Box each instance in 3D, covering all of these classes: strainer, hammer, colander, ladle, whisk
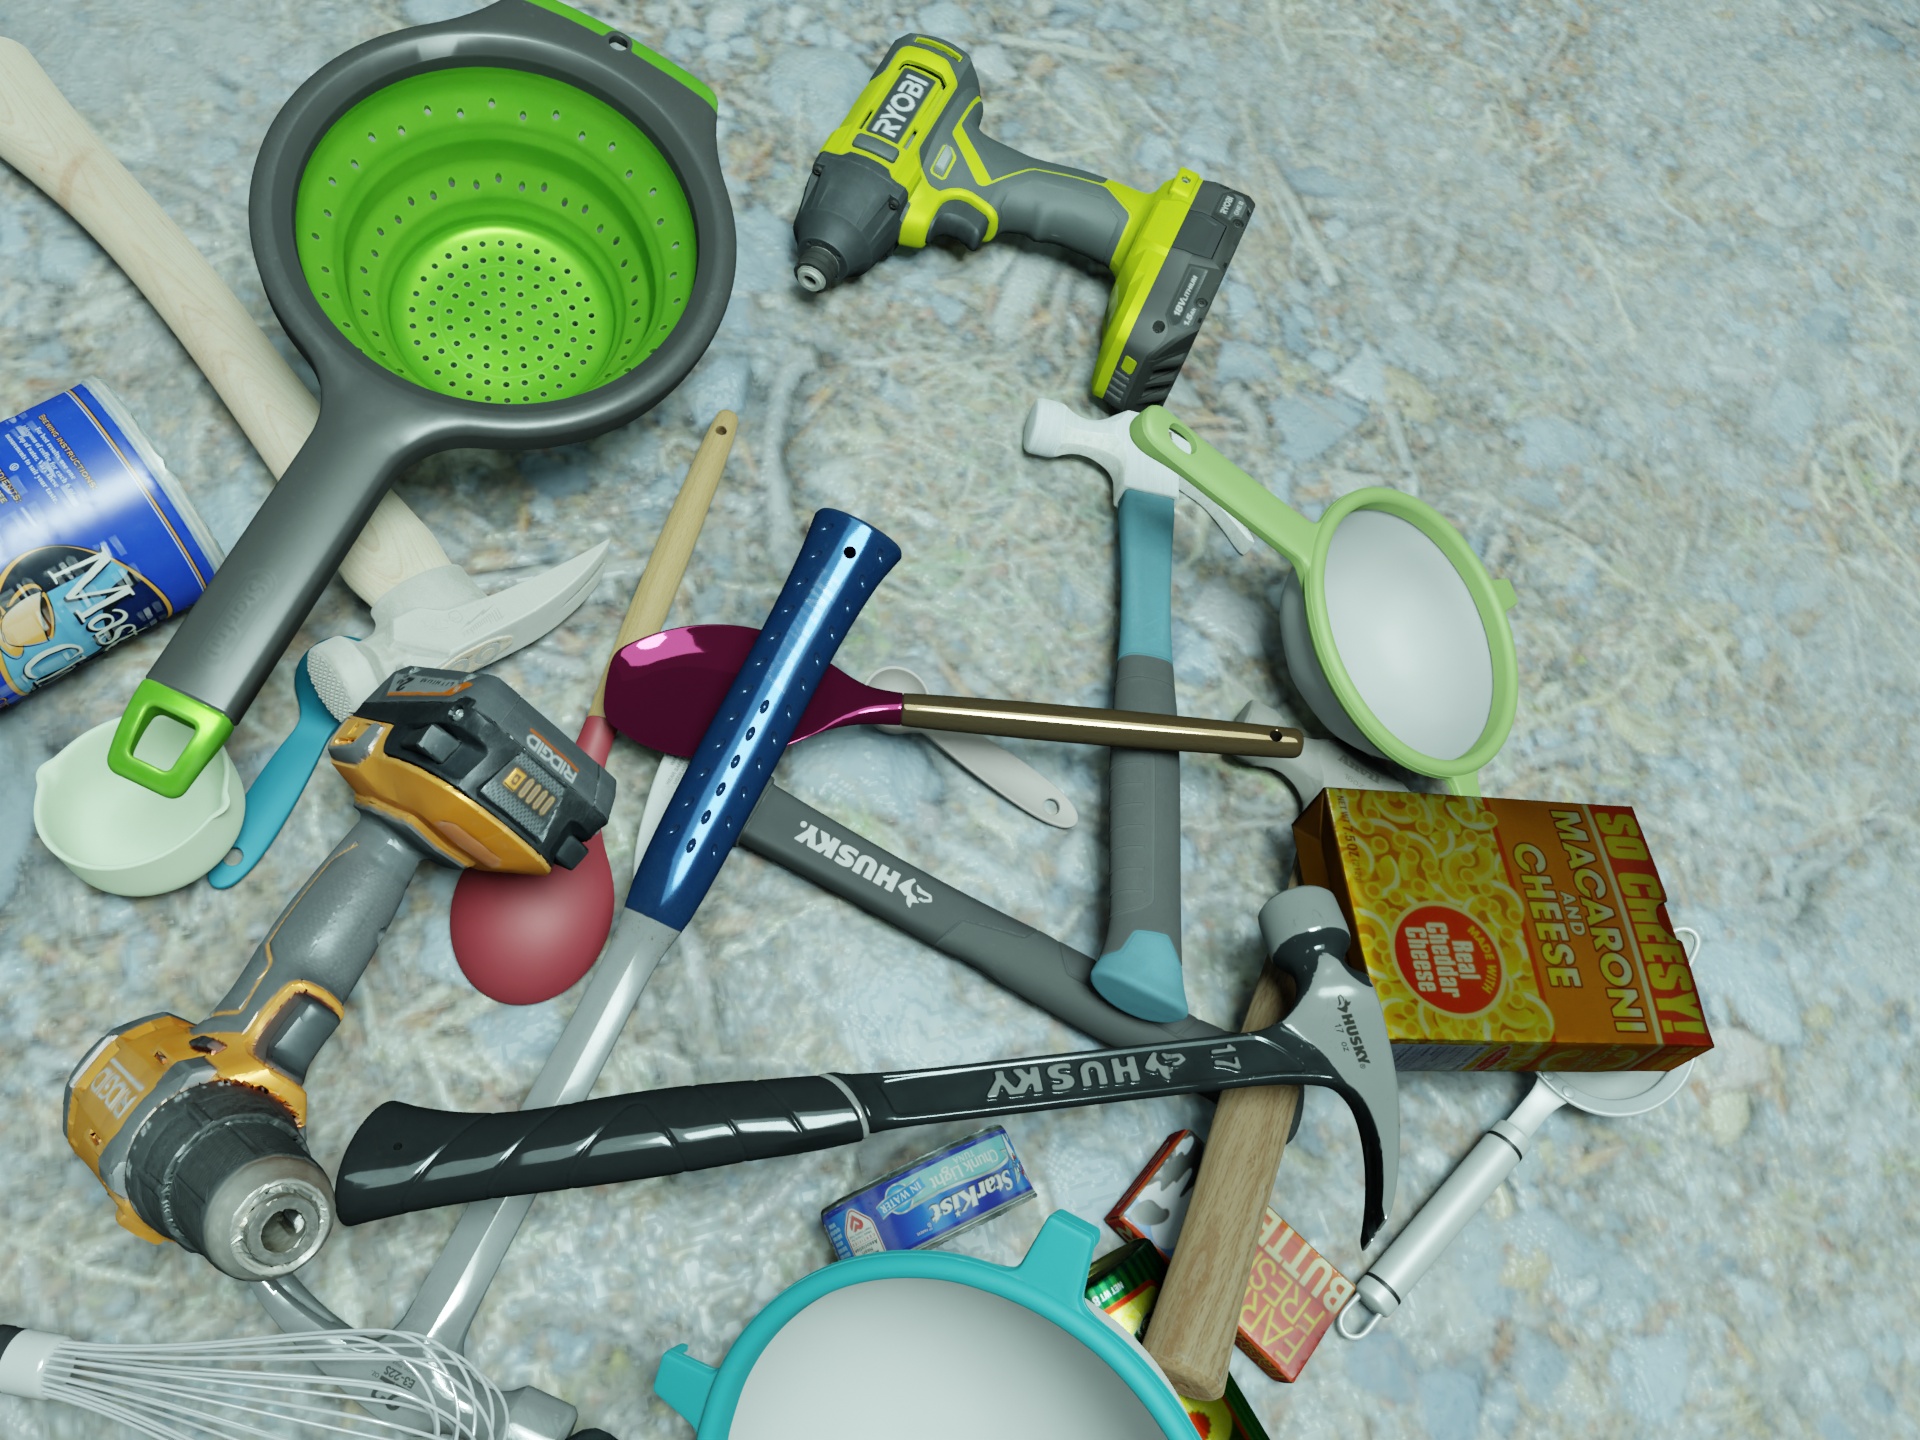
[{"bbox_3d":[0.167,-0.064,0.786,0.256,0.069,0.152,34,57,-21],"label":"strainer"},{"bbox_3d":[-0.025,0.152,0.613,0.409,0.036,0.149,-5,50,-10],"label":"hammer"},{"bbox_3d":[0.007,0.103,0.727,0.335,0.035,0.146,29,64,-1],"label":"hammer"},{"bbox_3d":[-0.242,-0.136,0.702,0.204,0.094,0.397,27,69,-7],"label":"colander"},{"bbox_3d":[-0.138,0.089,0.659,0.144,0.035,0.405,26,76,0],"label":"hammer"},{"bbox_3d":[0.089,-0.015,0.776,0.128,0.033,0.331,10,59,-10],"label":"hammer"},{"bbox_3d":[-0.157,-0.020,0.744,0.069,0.031,0.316,19,64,-5],"label":"ladle"},{"bbox_3d":[0.038,0.348,0.590,0.211,0.095,0.340,-27,83,21],"label":"strainer"},{"bbox_3d":[0.144,0.138,0.710,0.130,0.031,0.331,28,52,-2],"label":"hammer"},{"bbox_3d":[-0.302,0.237,0.574,0.284,0.070,0.070,8,66,5],"label":"whisk"},{"bbox_3d":[0.261,0.191,0.748,0.258,0.050,0.087,-41,75,-18],"label":"strainer"},{"bbox_3d":[-0.341,-0.183,0.755,0.146,0.038,0.411,-33,76,-35],"label":"hammer"}]

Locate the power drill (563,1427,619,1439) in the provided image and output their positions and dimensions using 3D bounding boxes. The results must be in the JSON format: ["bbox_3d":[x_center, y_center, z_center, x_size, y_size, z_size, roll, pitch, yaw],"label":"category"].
[{"bbox_3d":[-0.145,0.391,0.545,0.188,0.080,0.227,-35,77,-8],"label":"power drill"}]

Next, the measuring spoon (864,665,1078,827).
[{"bbox_3d":[0.004,0.017,0.775,0.124,0.018,0.034,34,65,-5],"label":"measuring spoon"}]

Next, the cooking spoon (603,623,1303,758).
[{"bbox_3d":[-0.001,-0.002,0.725,0.319,0.017,0.069,5,62,-3],"label":"cooking spoon"}]

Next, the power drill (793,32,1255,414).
[{"bbox_3d":[0.030,-0.262,0.860,0.223,0.080,0.171,25,64,2],"label":"power drill"}]

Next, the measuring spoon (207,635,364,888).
[{"bbox_3d":[-0.294,0.015,0.698,0.042,0.021,0.129,23,64,-3],"label":"measuring spoon"}]

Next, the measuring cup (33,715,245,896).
[{"bbox_3d":[-0.331,0.002,0.691,0.083,0.038,0.168,10,54,4],"label":"measuring cup"}]

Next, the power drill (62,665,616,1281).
[{"bbox_3d":[-0.228,0.090,0.592,0.084,0.185,0.226,47,66,-32],"label":"power drill"}]
